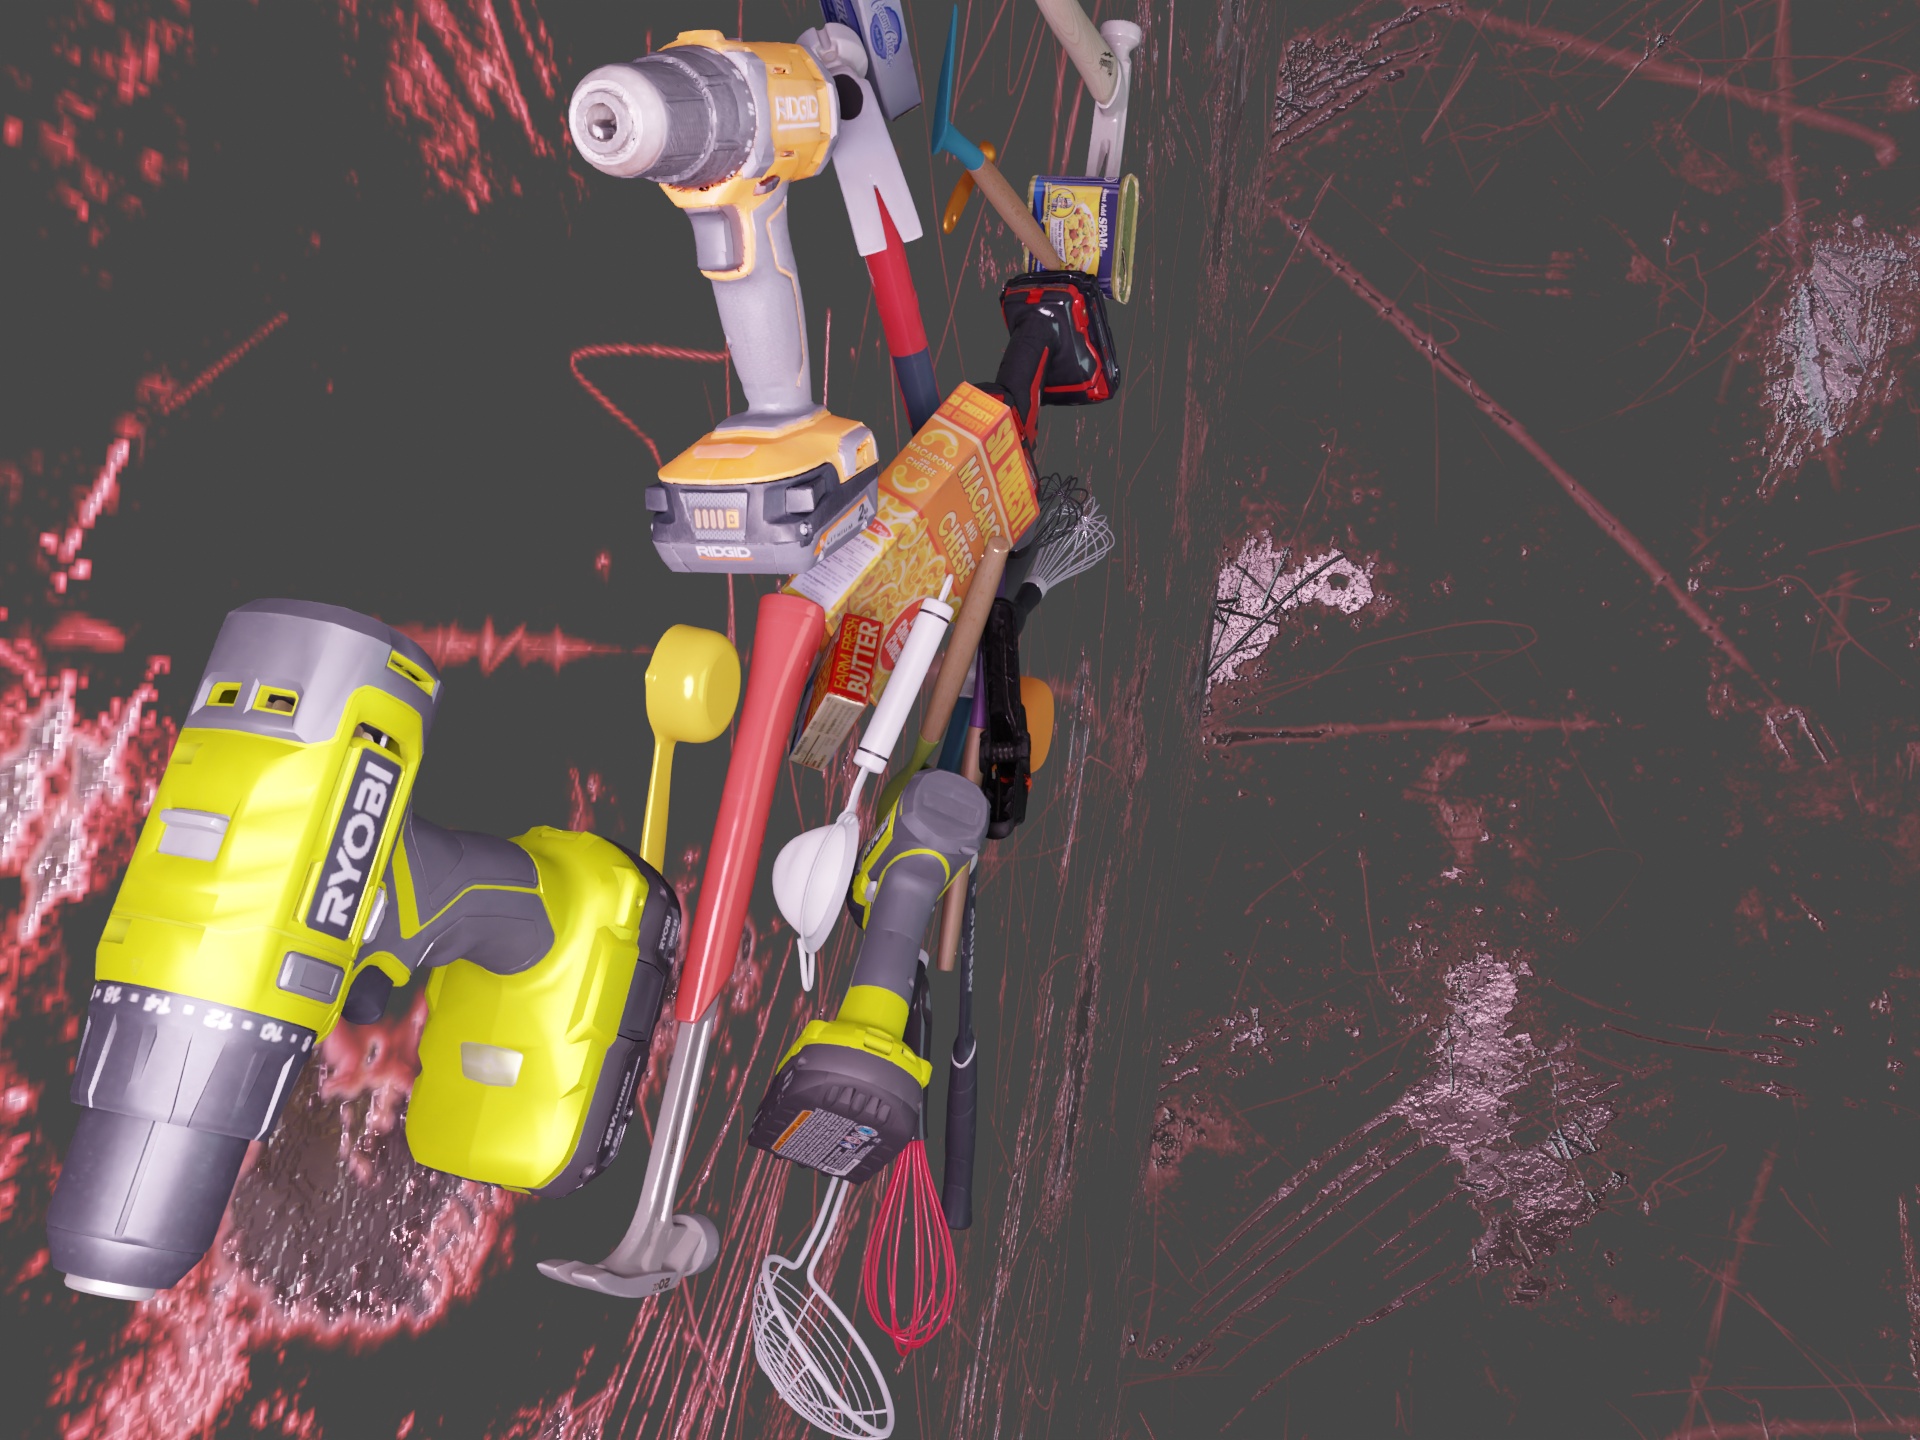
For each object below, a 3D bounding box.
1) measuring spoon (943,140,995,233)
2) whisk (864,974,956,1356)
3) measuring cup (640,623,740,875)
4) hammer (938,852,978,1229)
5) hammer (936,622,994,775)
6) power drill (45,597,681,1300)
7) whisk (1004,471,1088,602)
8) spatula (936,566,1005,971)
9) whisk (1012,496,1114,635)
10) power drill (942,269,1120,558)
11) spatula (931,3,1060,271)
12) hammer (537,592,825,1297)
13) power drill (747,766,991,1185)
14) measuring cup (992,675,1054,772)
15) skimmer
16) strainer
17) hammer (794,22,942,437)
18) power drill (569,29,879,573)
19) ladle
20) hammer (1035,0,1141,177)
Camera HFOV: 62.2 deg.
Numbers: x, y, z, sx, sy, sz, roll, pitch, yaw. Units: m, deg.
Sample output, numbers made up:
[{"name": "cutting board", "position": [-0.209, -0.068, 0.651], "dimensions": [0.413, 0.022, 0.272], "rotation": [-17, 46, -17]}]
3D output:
[{"name": "measuring spoon", "position": [0.007, -0.379, 1.131], "dimensions": [0.021, 0.011, 0.117], "rotation": [81, 22, -45]}, {"name": "whisk", "position": [-0.037, 0.341, 1.226], "dimensions": [0.073, 0.073, 0.296], "rotation": [4, 87, -75]}, {"name": "measuring cup", "position": [-0.133, 0.032, 0.766], "dimensions": [0.062, 0.029, 0.156], "rotation": [21, 75, -74]}, {"name": "hammer", "position": [0.004, 0.265, 1.377], "dimensions": [0.149, 0.036, 0.408], "rotation": [-50, 145, -66]}, {"name": "hammer", "position": [-0.023, 0.081, 1.194], "dimensions": [0.128, 0.033, 0.331], "rotation": [75, 27, -52]}, {"name": "power drill", "position": [-0.185, 0.090, 0.520], "dimensions": [0.228, 0.080, 0.191], "rotation": [55, 44, -64]}, {"name": "whisk", "position": [0.059, -0.148, 1.369], "dimensions": [0.239, 0.055, 0.055], "rotation": [-59, 153, -48]}, {"name": "spatula", "position": [0.010, 0.030, 1.181], "dimensions": [0.059, 0.018, 0.316], "rotation": [-3, 101, -78]}, {"name": "whisk", "position": [0.076, -0.131, 1.428], "dimensions": [0.285, 0.070, 0.070], "rotation": [-53, 147, -54]}, {"name": "power drill", "position": [0.052, -0.236, 1.226], "dimensions": [0.143, 0.078, 0.220], "rotation": [69, 34, -42]}, {"name": "spatula", "position": [0.029, -0.381, 1.116], "dimensions": [0.317, 0.044, 0.082], "rotation": [19, 74, -68]}, {"name": "hammer", "position": [-0.127, 0.105, 0.812], "dimensions": [0.149, 0.037, 0.359], "rotation": [50, 49, -70]}, {"name": "power drill", "position": [-0.054, 0.158, 0.977], "dimensions": [0.171, 0.080, 0.223], "rotation": [125, -14, -53]}, {"name": "measuring cup", "position": [0.045, -0.016, 1.358], "dimensions": [0.173, 0.052, 0.095], "rotation": [73, 28, -61]}, {"name": "skimmer", "position": [-0.053, 0.296, 1.071], "dimensions": [0.127, 0.090, 0.364], "rotation": [52, 37, -30]}, {"name": "strainer", "position": [-0.058, 0.030, 0.938], "dimensions": [0.086, 0.050, 0.258], "rotation": [47, 66, -76]}, {"name": "hammer", "position": [-0.028, -0.213, 0.948], "dimensions": [0.386, 0.038, 0.143], "rotation": [72, 0, -64]}, {"name": "power drill", "position": [-0.101, -0.180, 0.698], "dimensions": [0.185, 0.084, 0.226], "rotation": [-51, 141, -63]}, {"name": "ladle", "position": [-0.002, -0.003, 1.012], "dimensions": [0.320, 0.062, 0.078], "rotation": [111, -6, -52]}, {"name": "hammer", "position": [0.089, -0.563, 1.306], "dimensions": [0.410, 0.038, 0.146], "rotation": [-13, 110, -74]}]
